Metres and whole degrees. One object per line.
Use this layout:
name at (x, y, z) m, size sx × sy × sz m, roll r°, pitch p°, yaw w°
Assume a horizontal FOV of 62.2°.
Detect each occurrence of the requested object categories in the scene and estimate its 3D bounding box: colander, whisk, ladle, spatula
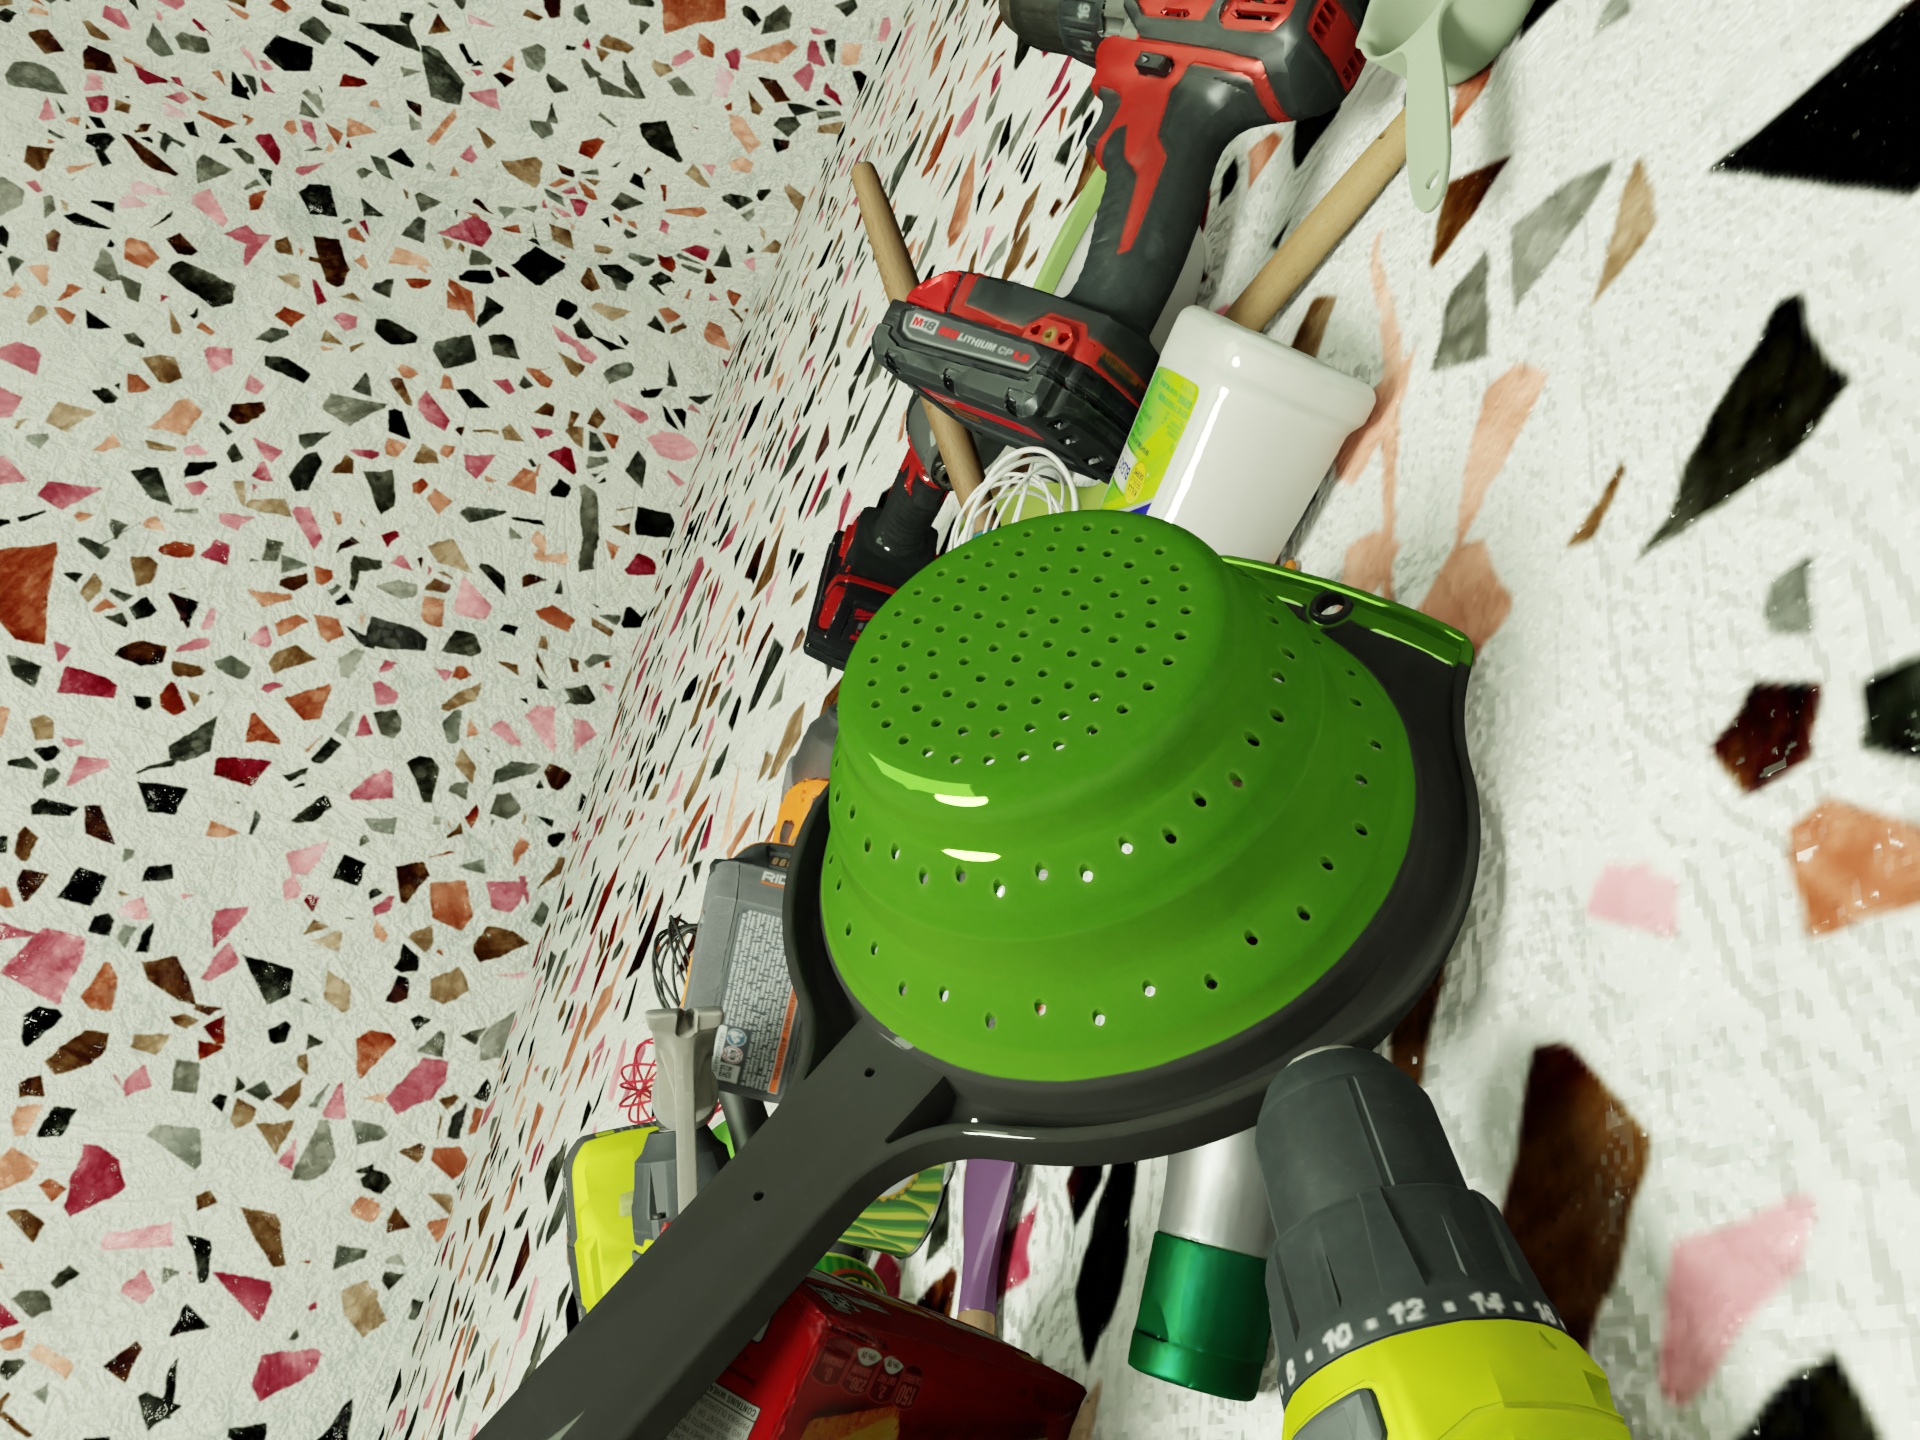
colander at (-0.022, 0.064, 0.411) m, size 0.205 × 0.094 × 0.397 m, roll 25°, pitch 62°, yaw 42°
whisk at (-0.123, 0.203, 0.870) m, size 0.055 × 0.055 × 0.239 m, roll -57°, pitch 44°, yaw 34°
ladle at (0.093, -0.157, 0.730) m, size 0.320 × 0.062 × 0.078 m, roll -48°, pitch 24°, yaw 44°
spatula at (0.005, 0.243, 0.583) m, size 0.059 × 0.018 × 0.316 m, roll 122°, pitch 161°, yaw -46°
spatula at (-0.006, -0.112, 0.759) m, size 0.082 × 0.044 × 0.317 m, roll 163°, pitch 88°, yaw -89°
whisk at (-0.159, 0.236, 1.042) m, size 0.296 × 0.073 × 0.073 m, roll -26°, pitch 45°, yaw 56°
whisk at (-0.001, -0.002, 0.701) m, size 0.059 × 0.057 × 0.246 m, roll 34°, pitch 115°, yaw 38°

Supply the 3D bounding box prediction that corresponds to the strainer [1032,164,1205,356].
strainer at (0.102, -0.262, 0.808) m, size 0.256 × 0.069 × 0.151 m, roll -64°, pitch 11°, yaw -1°

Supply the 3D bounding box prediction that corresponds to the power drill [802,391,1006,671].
power drill at (-0.025, -0.129, 0.966) m, size 0.143 × 0.078 × 0.219 m, roll -83°, pitch 14°, yaw -45°

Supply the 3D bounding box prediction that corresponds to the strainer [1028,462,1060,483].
strainer at (0.047, -0.143, 0.884) m, size 0.087 × 0.050 × 0.258 m, roll -11°, pitch 61°, yaw 53°

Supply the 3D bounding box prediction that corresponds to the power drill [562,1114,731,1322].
power drill at (-0.160, 0.287, 0.865) m, size 0.223 × 0.080 × 0.171 m, roll 154°, pitch 108°, yaw -66°

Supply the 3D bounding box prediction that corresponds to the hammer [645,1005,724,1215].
hammer at (-0.103, 0.299, 0.630) m, size 0.149 × 0.036 × 0.359 m, roll 111°, pitch 155°, yaw -64°

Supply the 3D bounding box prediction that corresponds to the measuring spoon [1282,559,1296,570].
measuring spoon at (0.103, -0.006, 0.600) m, size 0.117 × 0.011 × 0.021 m, roll -65°, pitch 8°, yaw 2°

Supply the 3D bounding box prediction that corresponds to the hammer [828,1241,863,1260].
hammer at (-0.104, 0.414, 0.691) m, size 0.149 × 0.036 × 0.409 m, roll -38°, pitch 34°, yaw 61°

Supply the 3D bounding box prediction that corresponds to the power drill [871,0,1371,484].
power drill at (0.052, -0.236, 0.696) m, size 0.188 × 0.080 × 0.226 m, roll 30°, pitch 92°, yaw 39°

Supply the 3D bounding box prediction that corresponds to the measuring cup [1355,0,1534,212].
measuring cup at (0.183, -0.240, 0.580) m, size 0.083 × 0.038 × 0.168 m, roll -43°, pitch 32°, yaw 55°

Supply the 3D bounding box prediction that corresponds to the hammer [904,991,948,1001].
hammer at (-0.009, 0.049, 0.828) m, size 0.331 × 0.033 × 0.128 m, roll -87°, pitch 22°, yaw -49°

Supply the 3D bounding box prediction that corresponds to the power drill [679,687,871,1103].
power drill at (-0.082, 0.081, 0.853) m, size 0.227 × 0.084 × 0.164 m, roll -77°, pitch 1°, yaw -70°

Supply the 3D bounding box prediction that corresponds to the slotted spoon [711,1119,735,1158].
slotted spoon at (-0.103, 0.245, 0.900) m, size 0.313 × 0.031 × 0.070 m, roll -38°, pitch 43°, yaw 57°

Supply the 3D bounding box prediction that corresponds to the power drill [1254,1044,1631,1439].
power drill at (0.058, 0.202, 0.349) m, size 0.228 × 0.080 × 0.191 m, roll -55°, pitch 29°, yaw 34°
